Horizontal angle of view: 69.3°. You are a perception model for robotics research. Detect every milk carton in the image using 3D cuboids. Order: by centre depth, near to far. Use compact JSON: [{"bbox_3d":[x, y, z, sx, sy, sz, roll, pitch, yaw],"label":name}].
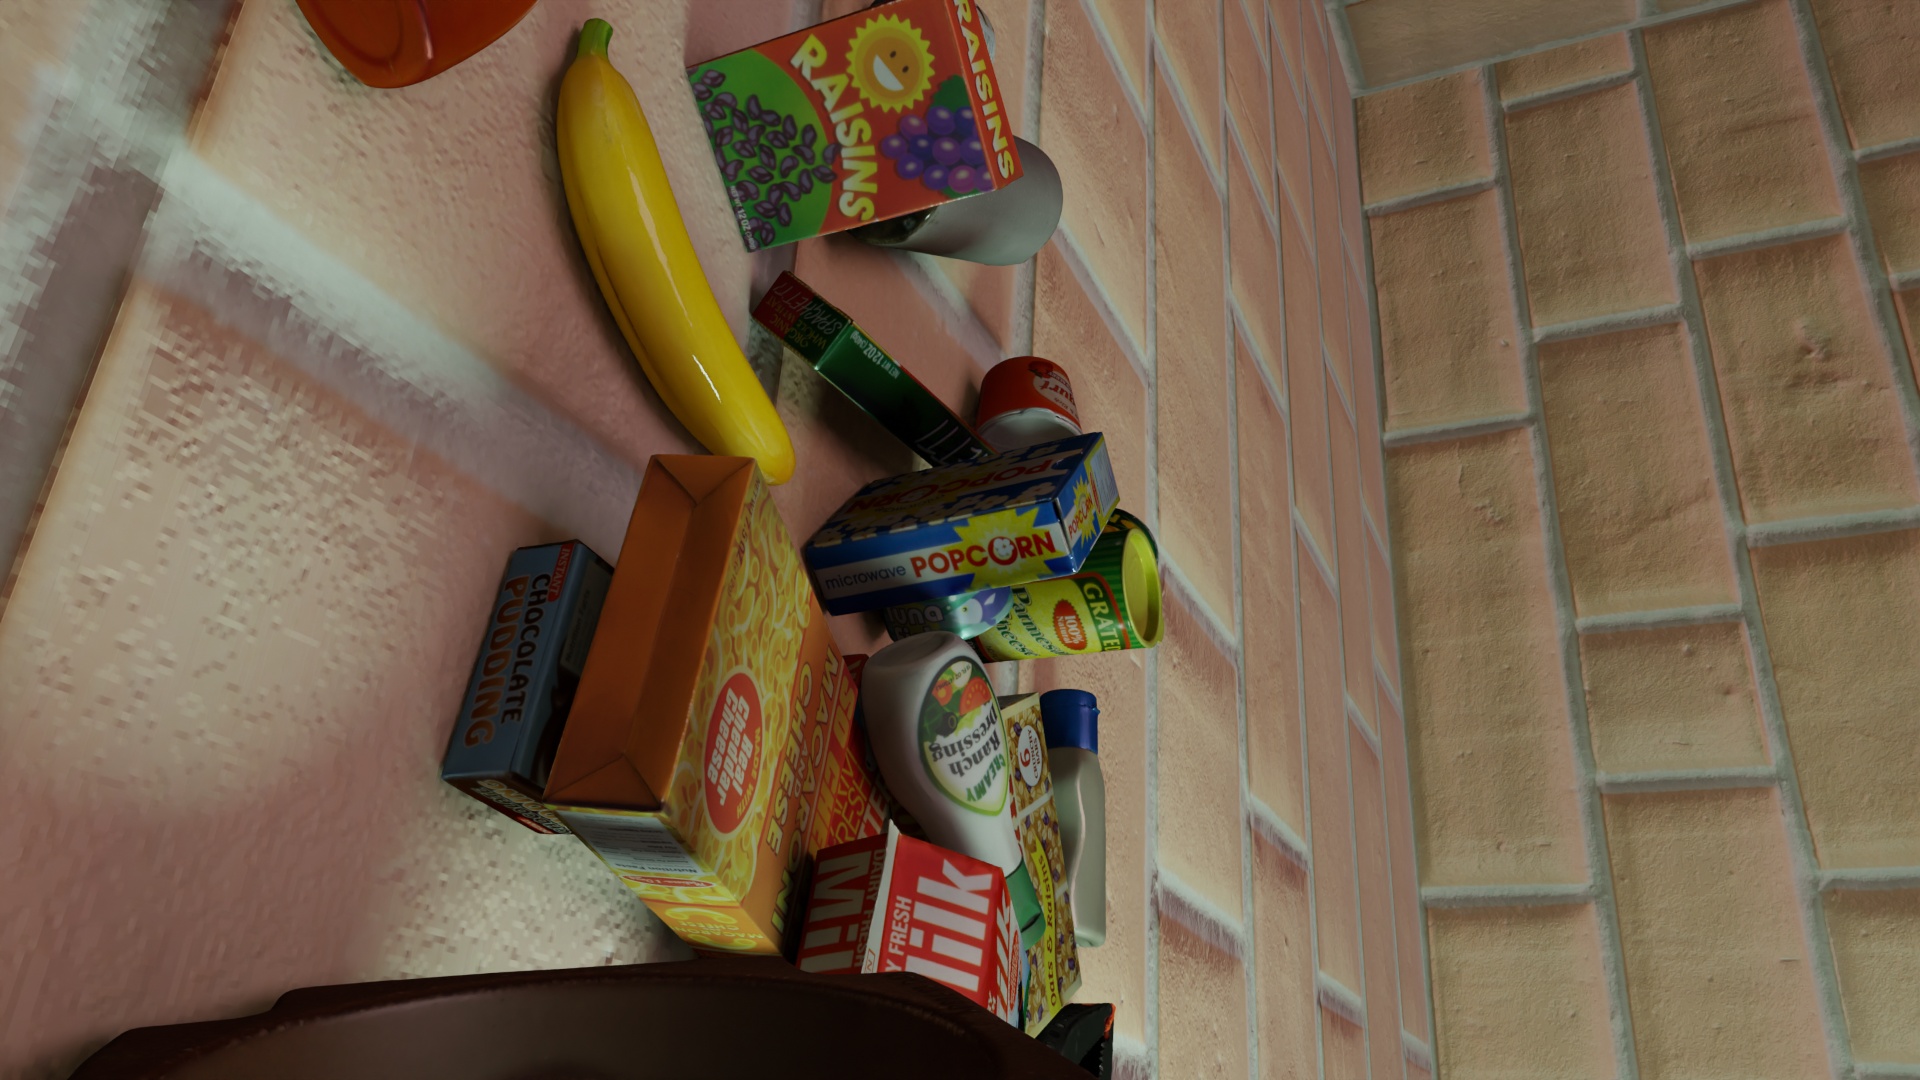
[{"bbox_3d":[-0.018,0.175,0.539,0.189,0.073,0.073,78,18,-56],"label":"milk carton"}]

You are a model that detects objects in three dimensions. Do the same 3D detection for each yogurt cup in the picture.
[{"bbox_3d":[0.040,-0.073,0.830,0.072,0.072,0.054,54,28,-47],"label":"yogurt cup"}]

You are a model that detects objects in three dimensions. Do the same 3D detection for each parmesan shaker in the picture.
[{"bbox_3d":[0.054,0.034,0.775,0.071,0.103,0.071,-10,91,-66],"label":"parmesan shaker"}]

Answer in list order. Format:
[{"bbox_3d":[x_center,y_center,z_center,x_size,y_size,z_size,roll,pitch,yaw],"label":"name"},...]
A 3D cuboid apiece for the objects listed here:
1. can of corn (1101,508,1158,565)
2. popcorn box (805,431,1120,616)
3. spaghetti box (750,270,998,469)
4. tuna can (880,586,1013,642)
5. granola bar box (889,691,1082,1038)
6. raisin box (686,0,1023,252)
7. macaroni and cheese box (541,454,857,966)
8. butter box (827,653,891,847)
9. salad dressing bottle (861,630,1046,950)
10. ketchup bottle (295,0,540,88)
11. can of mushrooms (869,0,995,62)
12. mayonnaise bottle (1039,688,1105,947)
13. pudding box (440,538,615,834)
[{"bbox_3d":[0.089,0.016,0.908,0.058,0.071,0.071,-45,124,-61],"label":"can of corn"},{"bbox_3d":[0.002,-0.008,0.644,0.085,0.126,0.038,-51,126,-60],"label":"popcorn box"},{"bbox_3d":[-0.017,-0.058,0.706,0.028,0.050,0.249,-50,148,2],"label":"spaghetti box"},{"bbox_3d":[-0.010,0.025,0.681,0.071,0.071,0.032,-53,131,-58],"label":"tuna can"},{"bbox_3d":[0.013,0.171,0.717,0.124,0.039,0.165,-10,92,-65],"label":"granola bar box"},{"bbox_3d":[-0.045,-0.180,0.599,0.040,0.123,0.086,-51,128,-59],"label":"raisin box"},{"bbox_3d":[-0.081,0.067,0.486,0.165,0.040,0.124,76,20,-56],"label":"macaroni and cheese box"},{"bbox_3d":[-0.052,0.105,0.609,0.053,0.024,0.104,62,30,-35],"label":"butter box"},{"bbox_3d":[0.000,0.116,0.625,0.064,0.044,0.147,-32,109,-44],"label":"salad dressing bottle"},{"bbox_3d":[-0.156,-0.201,0.454,0.149,0.043,0.064,-66,142,-51],"label":"ketchup bottle"},{"bbox_3d":[-0.018,-0.275,0.767,0.033,0.071,0.071,15,68,-65],"label":"can of mushrooms"},{"bbox_3d":[0.064,0.165,0.834,0.064,0.041,0.148,45,41,-56],"label":"mayonnaise bottle"},{"bbox_3d":[-0.129,0.047,0.449,0.049,0.030,0.084,52,37,-50],"label":"pudding box"}]
